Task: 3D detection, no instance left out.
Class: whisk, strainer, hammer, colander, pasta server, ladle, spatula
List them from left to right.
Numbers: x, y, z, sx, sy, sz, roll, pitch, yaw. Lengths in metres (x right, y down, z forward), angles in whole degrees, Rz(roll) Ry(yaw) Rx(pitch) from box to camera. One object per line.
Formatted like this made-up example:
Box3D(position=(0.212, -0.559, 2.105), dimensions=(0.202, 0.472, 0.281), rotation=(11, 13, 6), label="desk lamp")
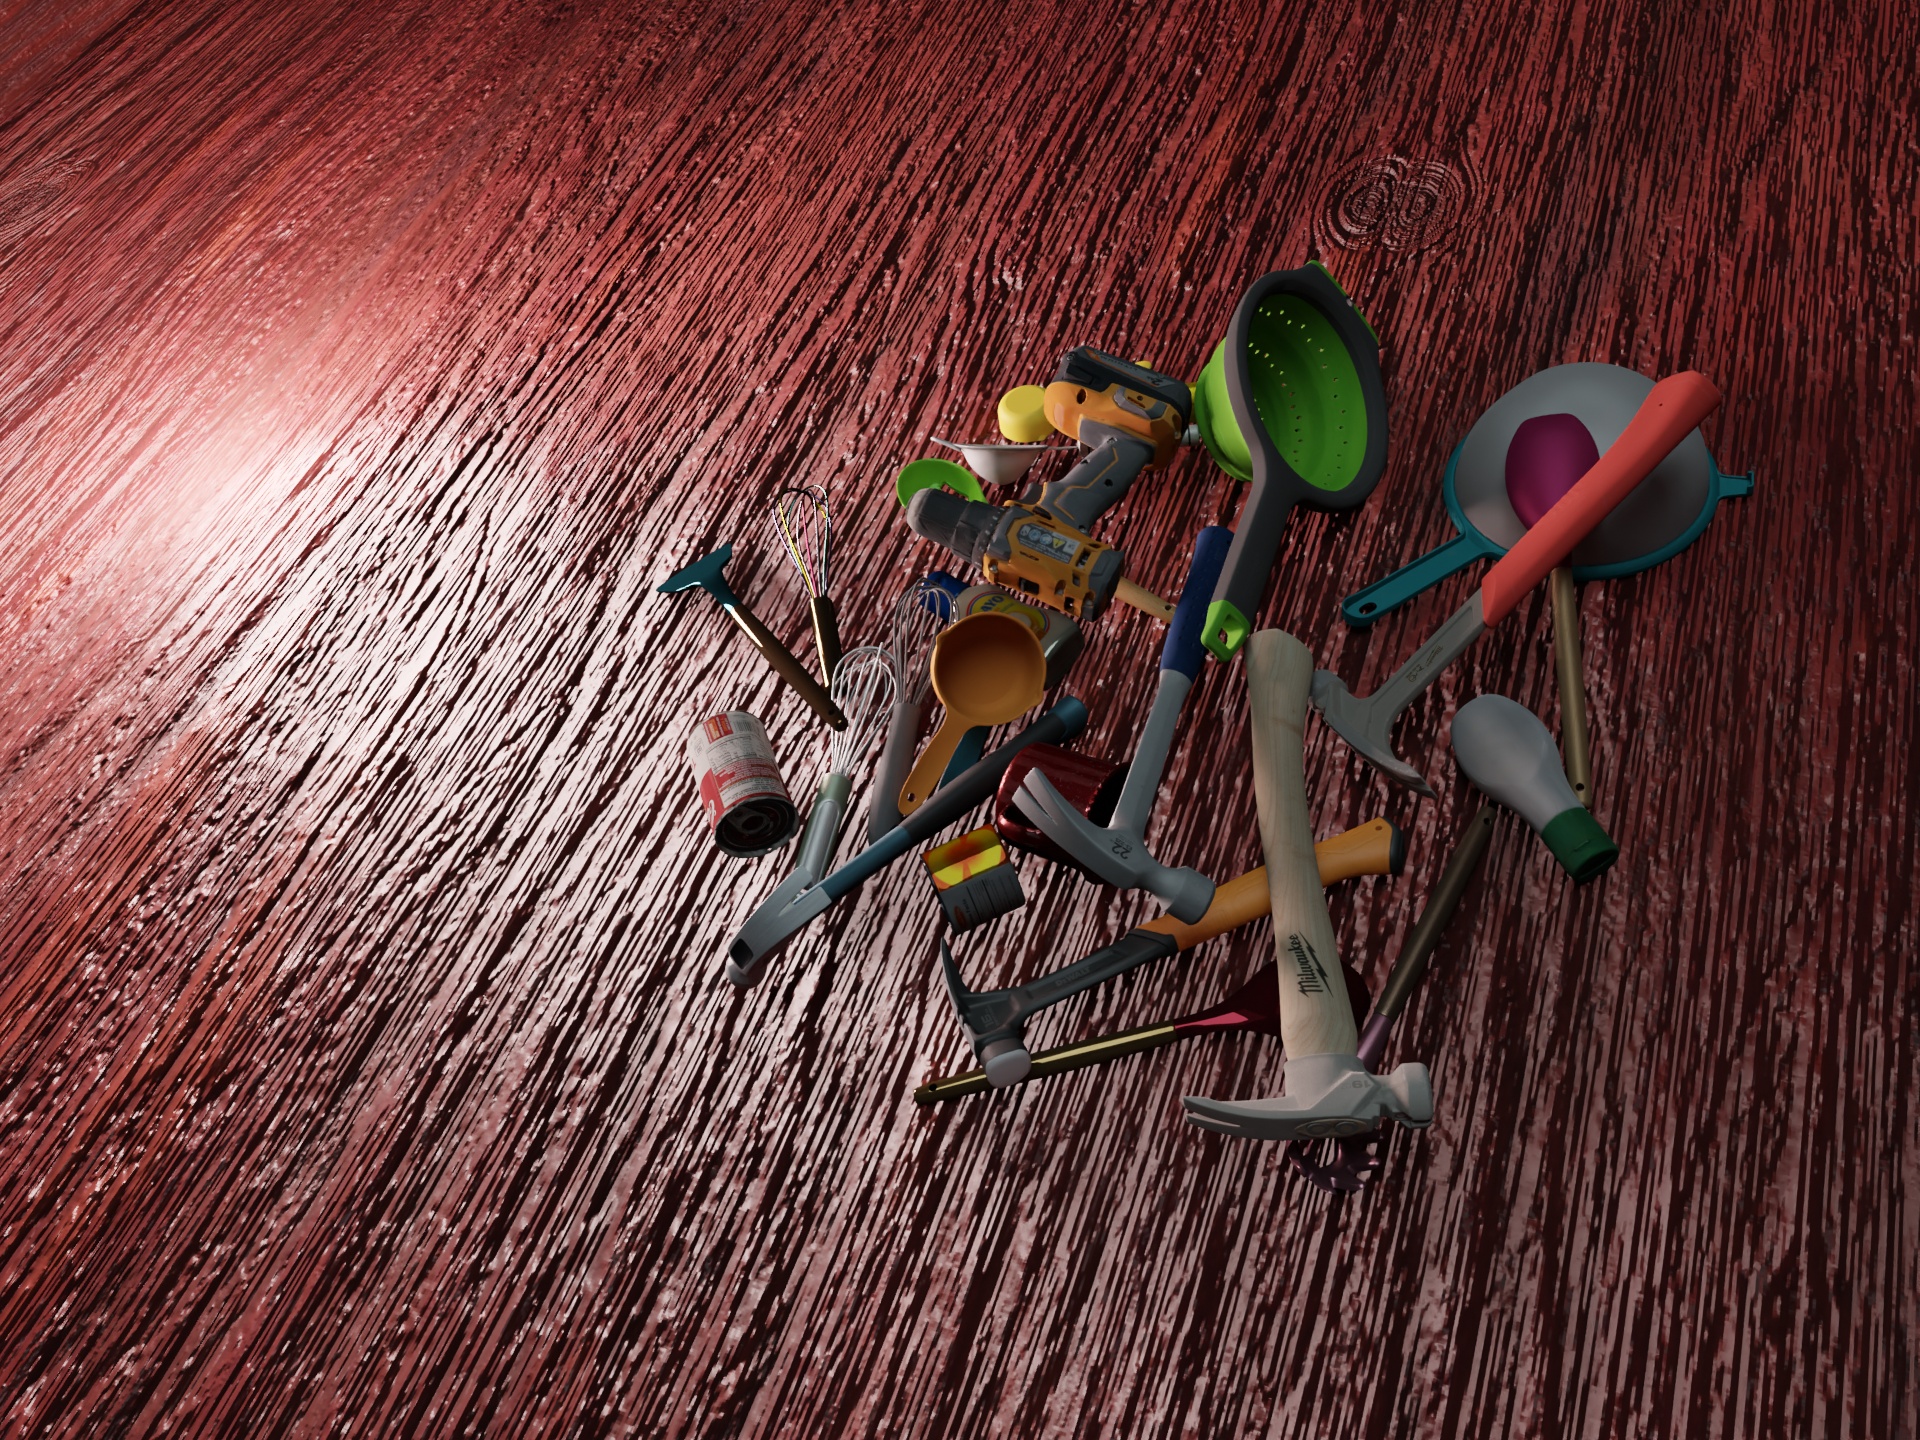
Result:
Box3D(position=(-0.172, -0.073, 1.355), dimensions=(0.082, 0.044, 0.318), rotation=(-34, 47, -12), label="spatula")
Box3D(position=(-0.122, -0.118, 1.398), dimensions=(0.051, 0.047, 0.245), rotation=(-23, 53, 12), label="whisk")
Box3D(position=(-0.095, 0.041, 1.258), dimensions=(0.058, 0.059, 0.246), rotation=(18, 59, -5), label="whisk")
Box3D(position=(-0.042, -0.007, 1.265), dimensions=(0.055, 0.055, 0.239), rotation=(3, 66, 18), label="whisk")
Box3D(position=(-0.032, 0.080, 1.176), dimensions=(0.331, 0.128, 0.033), rotation=(-35, 78, -25), label="hammer")
Box3D(position=(0.104, -0.244, 1.433), dimensions=(0.258, 0.050, 0.087), rotation=(-5, 11, 5), label="strainer")
Box3D(position=(0.120, 0.215, 1.072), dimensions=(0.315, 0.031, 0.069), rotation=(-16, 49, 5), label="ladle")
Box3D(position=(0.152, -0.027, 1.173), dimensions=(0.144, 0.035, 0.406), rotation=(30, 42, -4), label="hammer")
Box3D(position=(0.152, 0.140, 1.107), dimensions=(0.337, 0.034, 0.127), rotation=(-22, 37, -7), label="hammer")
Box3D(position=(0.236, -0.201, 1.301), dimensions=(0.094, 0.204, 0.397), rotation=(-15, 42, 47), label="colander")
Box3D(position=(0.215, 0.092, 1.083), dimensions=(0.146, 0.038, 0.411), rotation=(-5, 47, 9), label="hammer")
Box3D(position=(0.293, 0.174, 1.047), dimensions=(0.060, 0.040, 0.316), rotation=(36, 62, 1), label="pasta server")
Box3D(position=(0.441, -0.186, 1.256), dimensions=(0.340, 0.095, 0.211), rotation=(-30, 51, -11), label="strainer")
Box3D(position=(0.412, -0.107, 1.146), dimensions=(0.359, 0.036, 0.149), rotation=(-46, 37, 5), label="hammer")

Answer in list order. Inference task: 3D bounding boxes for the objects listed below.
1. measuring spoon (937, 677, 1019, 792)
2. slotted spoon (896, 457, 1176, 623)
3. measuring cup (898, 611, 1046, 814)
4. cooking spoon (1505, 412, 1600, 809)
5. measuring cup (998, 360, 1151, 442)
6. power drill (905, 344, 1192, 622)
Box3D(position=(0.010, 0.021, 1.266), dimensions=(0.042, 0.021, 0.129), rotation=(20, 68, 12), label="measuring spoon")
Box3D(position=(0.067, -0.151, 1.379), dimensions=(0.314, 0.031, 0.070), rotation=(32, 66, 31), label="slotted spoon")
Box3D(position=(-0.002, -0.004, 1.240), dimensions=(0.095, 0.052, 0.173), rotation=(31, 89, -6), label="measuring cup")
Box3D(position=(0.443, -0.087, 1.169), dimensions=(0.069, 0.017, 0.319), rotation=(-6, 68, 22), label="cooking spoon")
Box3D(position=(0.107, -0.311, 1.491), dimensions=(0.156, 0.029, 0.062), rotation=(-26, 50, -4), label="measuring cup")
Box3D(position=(0.076, -0.206, 1.335), dimensions=(0.185, 0.084, 0.226), rotation=(23, 66, 12), label="power drill")
